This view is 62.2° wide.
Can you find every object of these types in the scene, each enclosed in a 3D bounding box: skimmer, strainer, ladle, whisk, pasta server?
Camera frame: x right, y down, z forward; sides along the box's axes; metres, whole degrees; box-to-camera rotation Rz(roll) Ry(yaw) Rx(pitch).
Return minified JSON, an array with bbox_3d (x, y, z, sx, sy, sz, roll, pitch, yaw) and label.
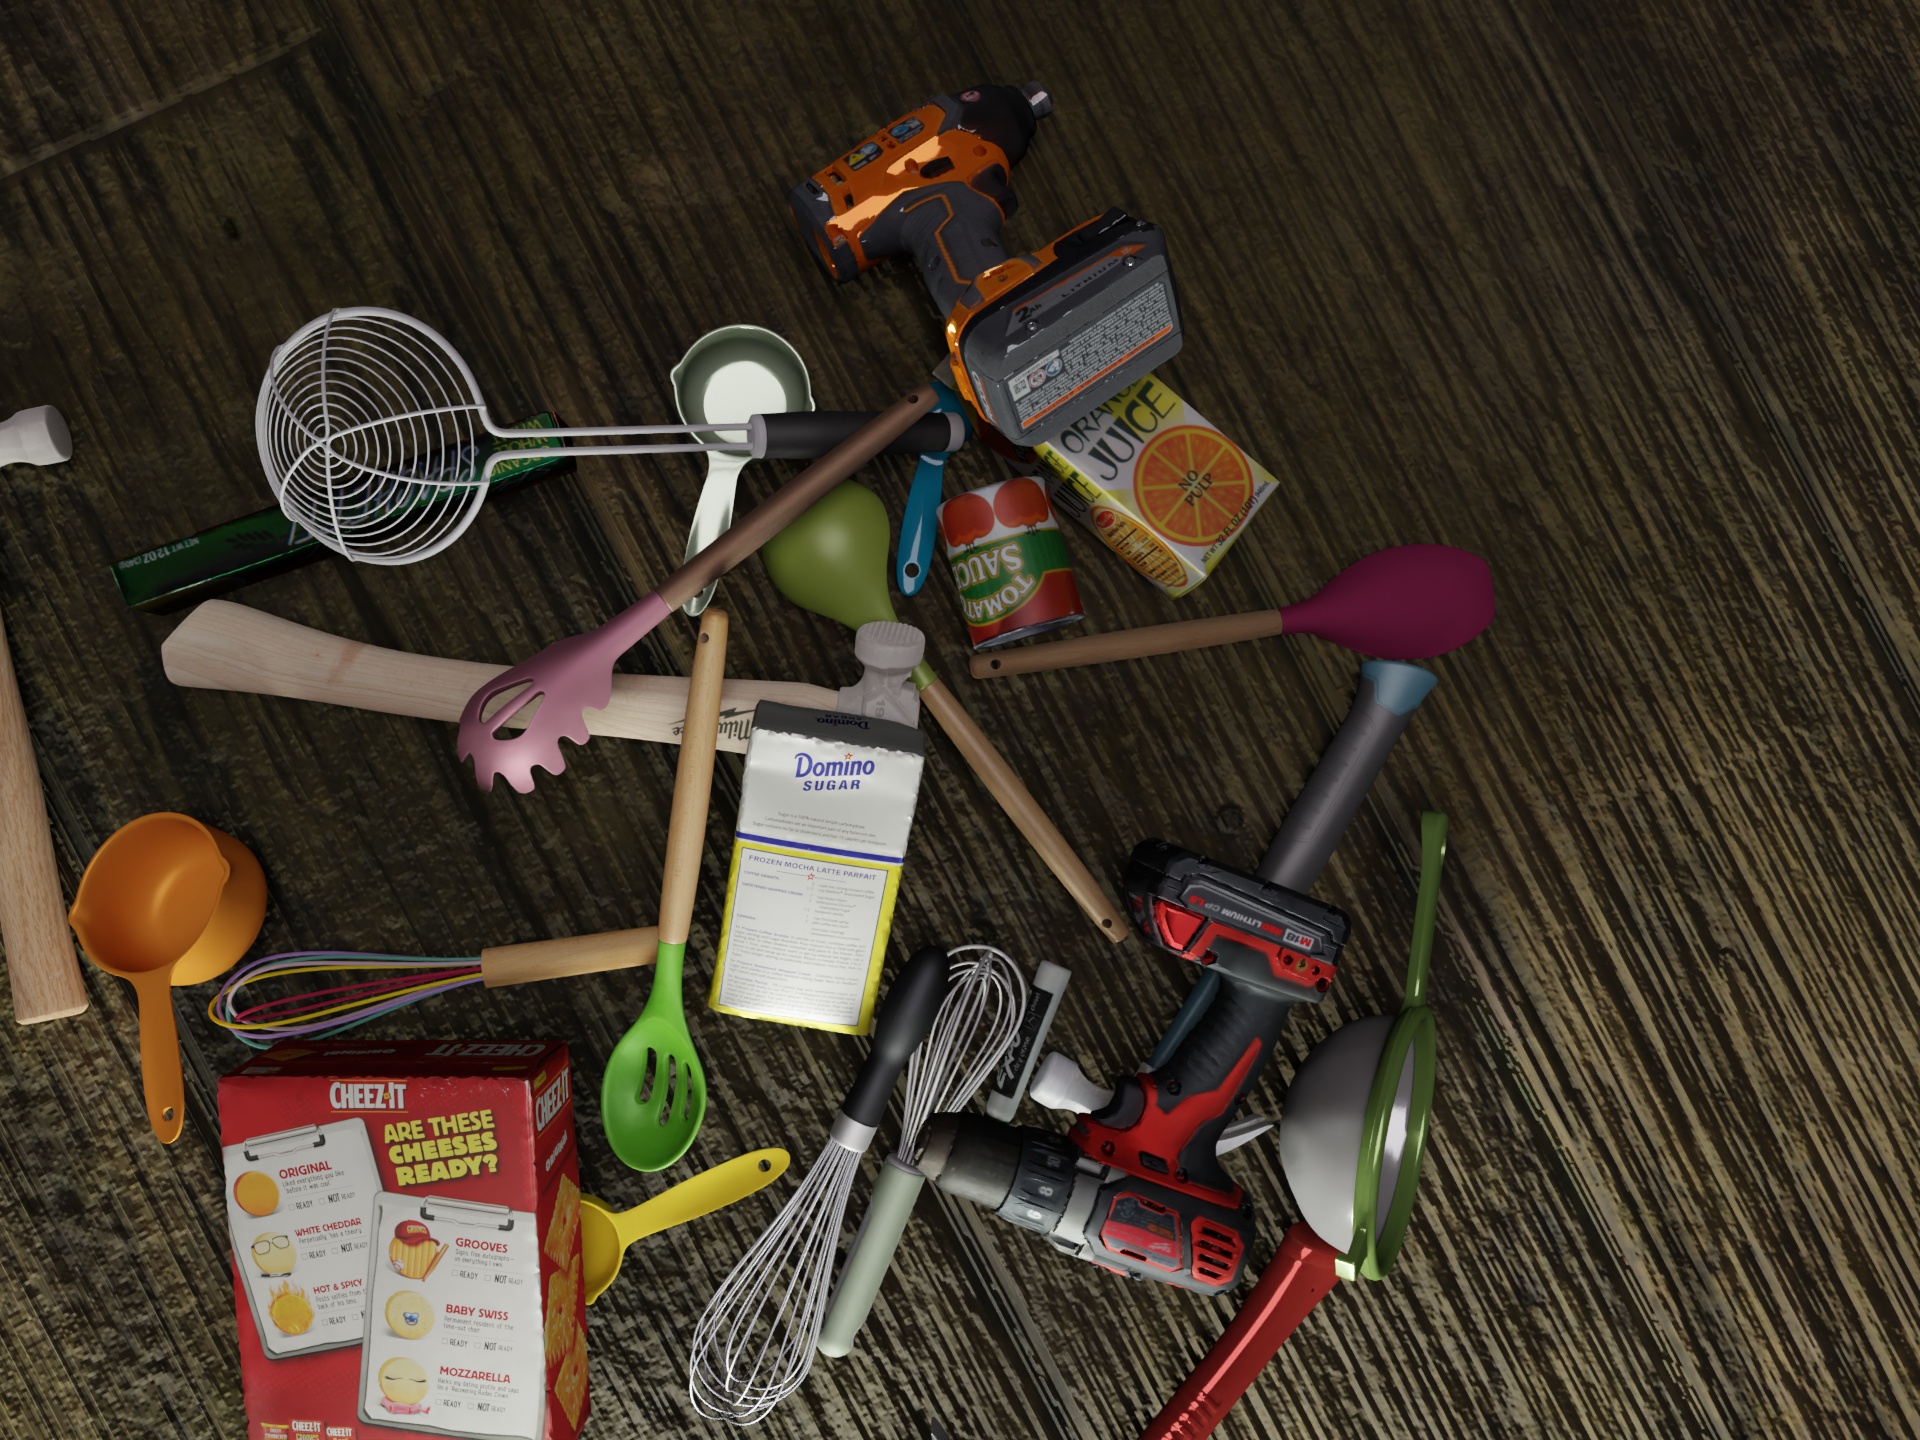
[{"bbox_3d":[-0.176,-0.154,0.849,0.363,0.090,0.127,-7,106,-27],"label":"skimmer"},{"bbox_3d":[0.223,0.174,0.887,0.069,0.151,0.256,7,83,26],"label":"strainer"},{"bbox_3d":[-0.001,-0.003,0.912,0.078,0.062,0.320,-35,98,15],"label":"ladle"},{"bbox_3d":[-0.073,0.252,0.865,0.070,0.070,0.284,25,91,-4],"label":"whisk"},{"bbox_3d":[-0.134,-0.077,0.835,0.316,0.040,0.060,-40,78,-12],"label":"pasta server"},{"bbox_3d":[-0.284,0.143,0.875,0.245,0.047,0.051,-7,87,-9],"label":"whisk"},{"bbox_3d":[-0.028,0.241,0.891,0.059,0.058,0.246,23,90,1],"label":"whisk"}]

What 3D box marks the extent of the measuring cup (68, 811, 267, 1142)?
[{"bbox_3d":[-0.407,0.136,0.835,0.095,0.052,0.174,-17,70,7],"label":"measuring cup"}]

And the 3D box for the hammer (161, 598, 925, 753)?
[{"bbox_3d":[-0.229,-0.003,0.878,0.410,0.038,0.146,7,112,0],"label":"hammer"}]

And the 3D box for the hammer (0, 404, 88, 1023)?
[{"bbox_3d":[-0.528,0.000,0.864,0.130,0.031,0.331,-12,88,-6],"label":"hammer"}]

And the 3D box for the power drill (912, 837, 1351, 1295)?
[{"bbox_3d":[0.093,0.179,0.854,0.188,0.080,0.227,21,88,-7],"label":"power drill"}]

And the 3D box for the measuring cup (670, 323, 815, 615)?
[{"bbox_3d":[-0.133,-0.140,0.905,0.083,0.038,0.167,13,88,-5],"label":"measuring cup"}]

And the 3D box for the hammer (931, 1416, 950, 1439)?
[{"bbox_3d":[-0.189,0.426,0.852,0.409,0.036,0.149,4,116,-1],"label":"hammer"}]

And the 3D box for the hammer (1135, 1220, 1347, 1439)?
[{"bbox_3d":[0.098,0.430,0.881,0.359,0.037,0.149,-46,127,-13],"label":"hammer"}]

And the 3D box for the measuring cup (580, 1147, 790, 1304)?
[{"bbox_3d":[-0.169,0.272,0.887,0.156,0.029,0.062,-22,89,-8],"label":"measuring cup"}]

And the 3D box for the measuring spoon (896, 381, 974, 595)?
[{"bbox_3d":[-0.019,-0.136,0.921,0.042,0.021,0.128,10,84,-5],"label":"measuring spoon"}]

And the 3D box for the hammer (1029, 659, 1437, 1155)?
[{"bbox_3d":[0.178,0.106,0.922,0.128,0.033,0.331,32,85,-2],"label":"hammer"}]

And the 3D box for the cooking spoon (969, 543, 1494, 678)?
[{"bbox_3d":[0.163,-0.054,0.936,0.319,0.017,0.069,-9,92,-5],"label":"cooking spoon"}]

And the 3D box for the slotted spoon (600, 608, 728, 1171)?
[{"bbox_3d":[-0.150,0.094,0.854,0.070,0.031,0.313,16,105,26],"label":"slotted spoon"}]

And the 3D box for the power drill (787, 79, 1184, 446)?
[{"bbox_3d":[0.023,-0.264,0.862,0.164,0.084,0.227,-35,54,-5],"label":"power drill"}]
